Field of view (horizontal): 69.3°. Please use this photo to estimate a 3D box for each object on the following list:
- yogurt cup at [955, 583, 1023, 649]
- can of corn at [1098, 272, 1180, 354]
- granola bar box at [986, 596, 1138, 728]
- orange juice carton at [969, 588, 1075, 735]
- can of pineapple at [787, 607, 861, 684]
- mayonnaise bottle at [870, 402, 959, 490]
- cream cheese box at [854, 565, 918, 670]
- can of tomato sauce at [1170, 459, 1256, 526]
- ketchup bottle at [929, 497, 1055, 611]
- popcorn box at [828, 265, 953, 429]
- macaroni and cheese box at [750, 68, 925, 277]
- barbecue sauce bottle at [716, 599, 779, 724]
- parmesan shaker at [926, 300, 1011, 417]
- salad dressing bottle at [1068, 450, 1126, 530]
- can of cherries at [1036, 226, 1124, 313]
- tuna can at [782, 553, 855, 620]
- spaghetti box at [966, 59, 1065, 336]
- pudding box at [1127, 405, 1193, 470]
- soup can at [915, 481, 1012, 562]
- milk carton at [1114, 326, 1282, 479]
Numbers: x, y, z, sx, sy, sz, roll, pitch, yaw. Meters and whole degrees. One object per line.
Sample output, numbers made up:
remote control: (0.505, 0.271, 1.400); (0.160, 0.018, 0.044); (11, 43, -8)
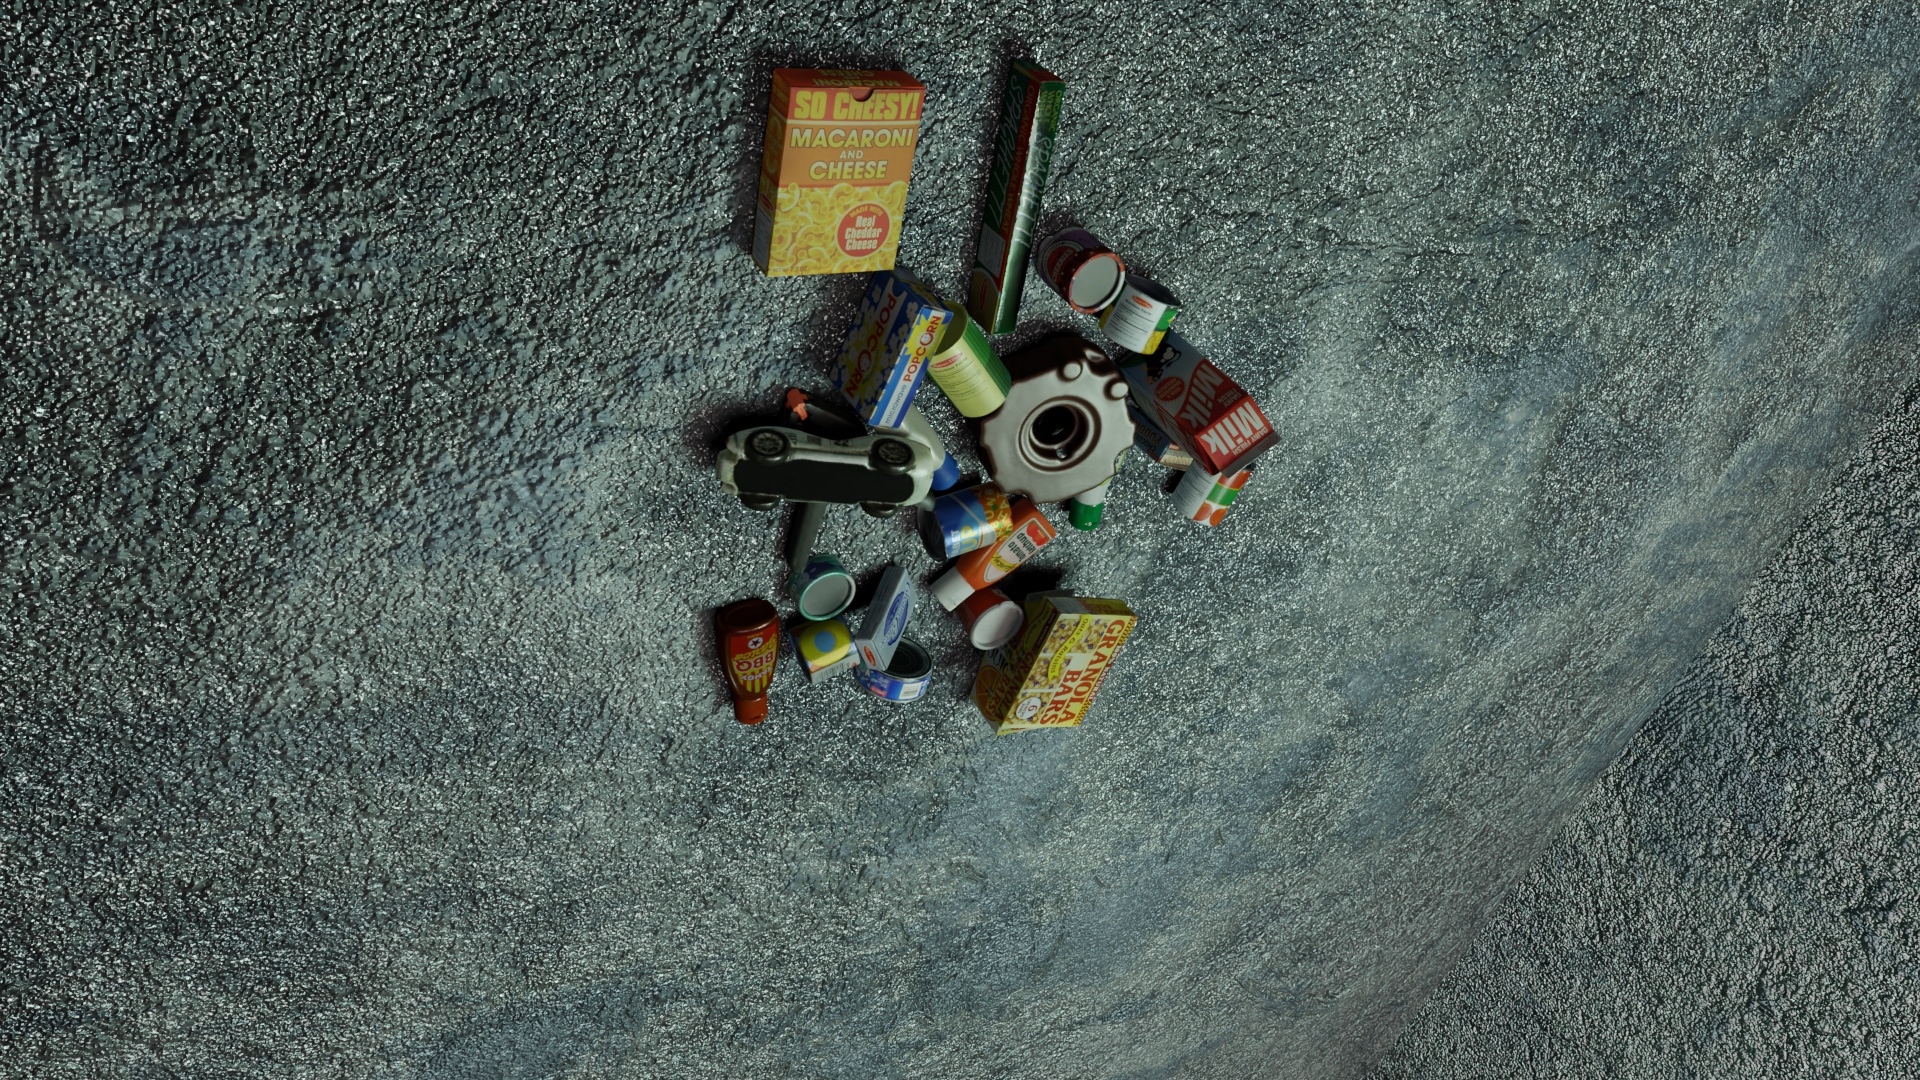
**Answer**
yogurt cup: (0.031, 0.083, 1.594); (0.072, 0.054, 0.072); (-19, 135, -20)
can of corn: (0.182, -0.231, 1.415); (0.071, 0.071, 0.058); (5, 123, -38)
granola bar box: (0.117, 0.141, 1.607); (0.124, 0.039, 0.164); (5, 121, -38)
orange juice carton: (0.081, 0.135, 1.662); (0.072, 0.073, 0.191); (-5, 128, -32)
can of pineapple: (-0.147, 0.112, 1.486); (0.058, 0.071, 0.070); (-24, 137, -15)
mayonnaise bottle: (-0.046, -0.099, 1.372); (0.041, 0.065, 0.147); (-25, 144, 12)
cream cheese box: (-0.079, 0.082, 1.491); (0.053, 0.024, 0.104); (71, 33, -46)
can of tomato sauce: (0.298, -0.068, 1.641); (0.071, 0.071, 0.082); (6, 123, -39)
ketchup bottle: (0.033, 0.018, 1.546); (0.149, 0.044, 0.064); (-39, 139, 2)
popcorn box: (-0.065, -0.177, 1.269); (0.038, 0.085, 0.126); (5, 122, -40)
macaroni and cheese box: (-0.103, -0.306, 1.162); (0.124, 0.040, 0.165); (-10, 132, -30)
barbecue sauce bottle: (-0.223, 0.131, 1.463); (0.065, 0.044, 0.147); (-17, 135, -25)
parmesan shaker: (-0.004, -0.172, 1.335); (0.071, 0.071, 0.102); (-40, 140, 1)
salad dressing bottle: (0.149, -0.078, 1.542); (0.064, 0.044, 0.146); (-12, 132, -23)
can of cherries: (0.115, -0.262, 1.343); (0.072, 0.058, 0.071); (-20, 136, -21)
tuna can: (-0.147, 0.050, 1.453); (0.071, 0.033, 0.070); (-20, 135, -21)
spaghetti box: (0.048, -0.306, 1.262); (0.029, 0.050, 0.248); (-12, 132, -29)
pudding box: (0.216, -0.113, 1.530); (0.050, 0.084, 0.030); (9, 118, -40)
soup can: (0.005, -0.018, 1.472); (0.084, 0.071, 0.071); (-18, 135, -22)
milk carton: (0.250, -0.138, 1.449); (0.072, 0.191, 0.073); (-37, 139, -2)
